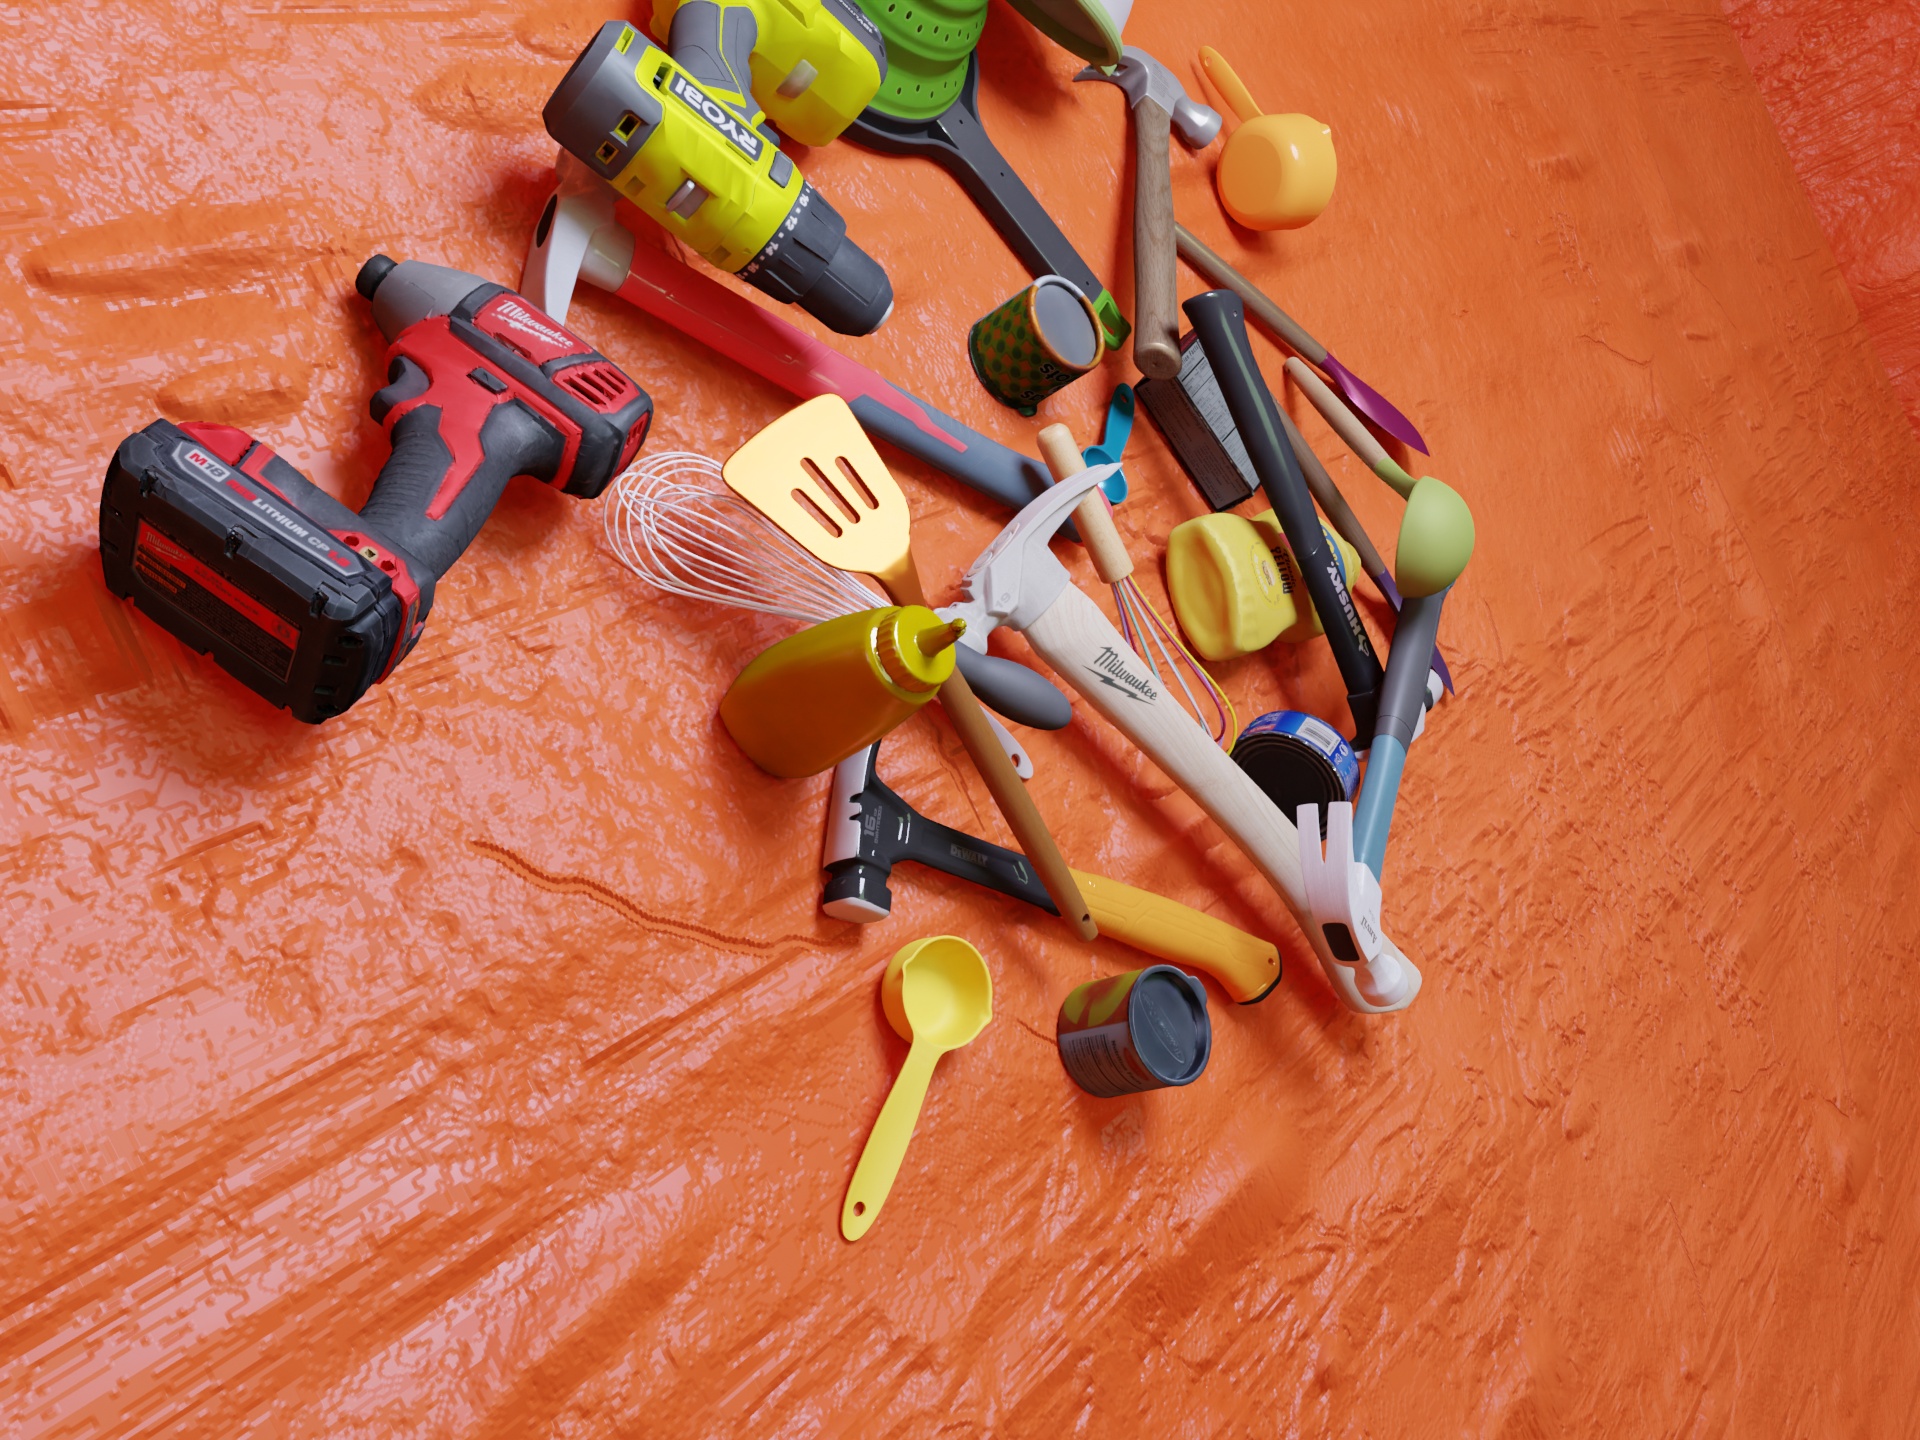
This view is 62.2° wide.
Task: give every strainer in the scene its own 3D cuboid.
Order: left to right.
[{"bbox_3d":[0.069,-0.504,1.010,0.151,0.069,0.256,39,7,-9],"label":"strainer"}]

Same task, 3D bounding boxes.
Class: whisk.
[{"bbox_3d":[-0.052,-0.057,0.822,0.284,0.070,0.070,26,57,-28],"label":"whisk"},{"bbox_3d":[0.109,-0.073,0.980,0.244,0.047,0.051,62,39,-20],"label":"whisk"}]

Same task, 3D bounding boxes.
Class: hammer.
[{"bbox_3d":[-0.061,-0.170,0.890,0.386,0.038,0.143,23,60,-35],"label":"hammer"},{"bbox_3d":[0.067,0.093,0.906,0.336,0.034,0.127,25,59,-34],"label":"hammer"},{"bbox_3d":[0.136,-0.366,1.129,0.130,0.031,0.332,28,48,-29],"label":"hammer"},{"bbox_3d":[0.161,0.031,0.968,0.146,0.038,0.410,-48,111,-9],"label":"hammer"},{"bbox_3d":[0.223,-0.125,1.050,0.146,0.035,0.334,-38,107,-43],"label":"hammer"},{"bbox_3d":[0.277,0.008,1.016,0.128,0.033,0.331,52,46,-35],"label":"hammer"}]

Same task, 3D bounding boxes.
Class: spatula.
[{"bbox_3d":[-0.007,-0.013,0.810,0.081,0.041,0.322,-42,116,-29],"label":"spatula"},{"bbox_3d":[0.301,-0.132,1.195,0.315,0.018,0.060,47,29,-31],"label":"spatula"}]

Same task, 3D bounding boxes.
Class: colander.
[{"bbox_3d":[0.007,-0.409,1.008,0.396,0.094,0.205,47,48,-18],"label":"colander"}]

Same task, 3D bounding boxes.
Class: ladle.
[{"bbox_3d":[0.277,-0.188,1.122,0.320,0.062,0.078,-107,-173,-54],"label":"ladle"}]

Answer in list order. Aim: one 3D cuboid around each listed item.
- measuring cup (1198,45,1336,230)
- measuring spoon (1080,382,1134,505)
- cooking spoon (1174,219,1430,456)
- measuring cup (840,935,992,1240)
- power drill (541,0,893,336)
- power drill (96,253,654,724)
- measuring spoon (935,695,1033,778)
[{"bbox_3d":[0.221,-0.462,1.248,0.052,0.095,0.174,-21,75,-39],"label":"measuring cup"},{"bbox_3d":[0.097,-0.185,1.063,0.042,0.021,0.129,41,41,-22],"label":"measuring spoon"},{"bbox_3d":[0.266,-0.300,1.251,0.318,0.017,0.069,31,28,-27],"label":"cooking spoon"},{"bbox_3d":[-0.032,0.181,0.792,0.062,0.029,0.157,36,64,-27],"label":"measuring cup"},{"bbox_3d":[-0.105,-0.317,0.843,0.190,0.080,0.229,34,40,-27],"label":"power drill"},{"bbox_3d":[-0.240,-0.113,0.665,0.143,0.078,0.220,36,45,-4],"label":"power drill"},{"bbox_3d":[-0.001,-0.003,0.898,0.124,0.018,0.034,43,49,-31],"label":"measuring spoon"}]
